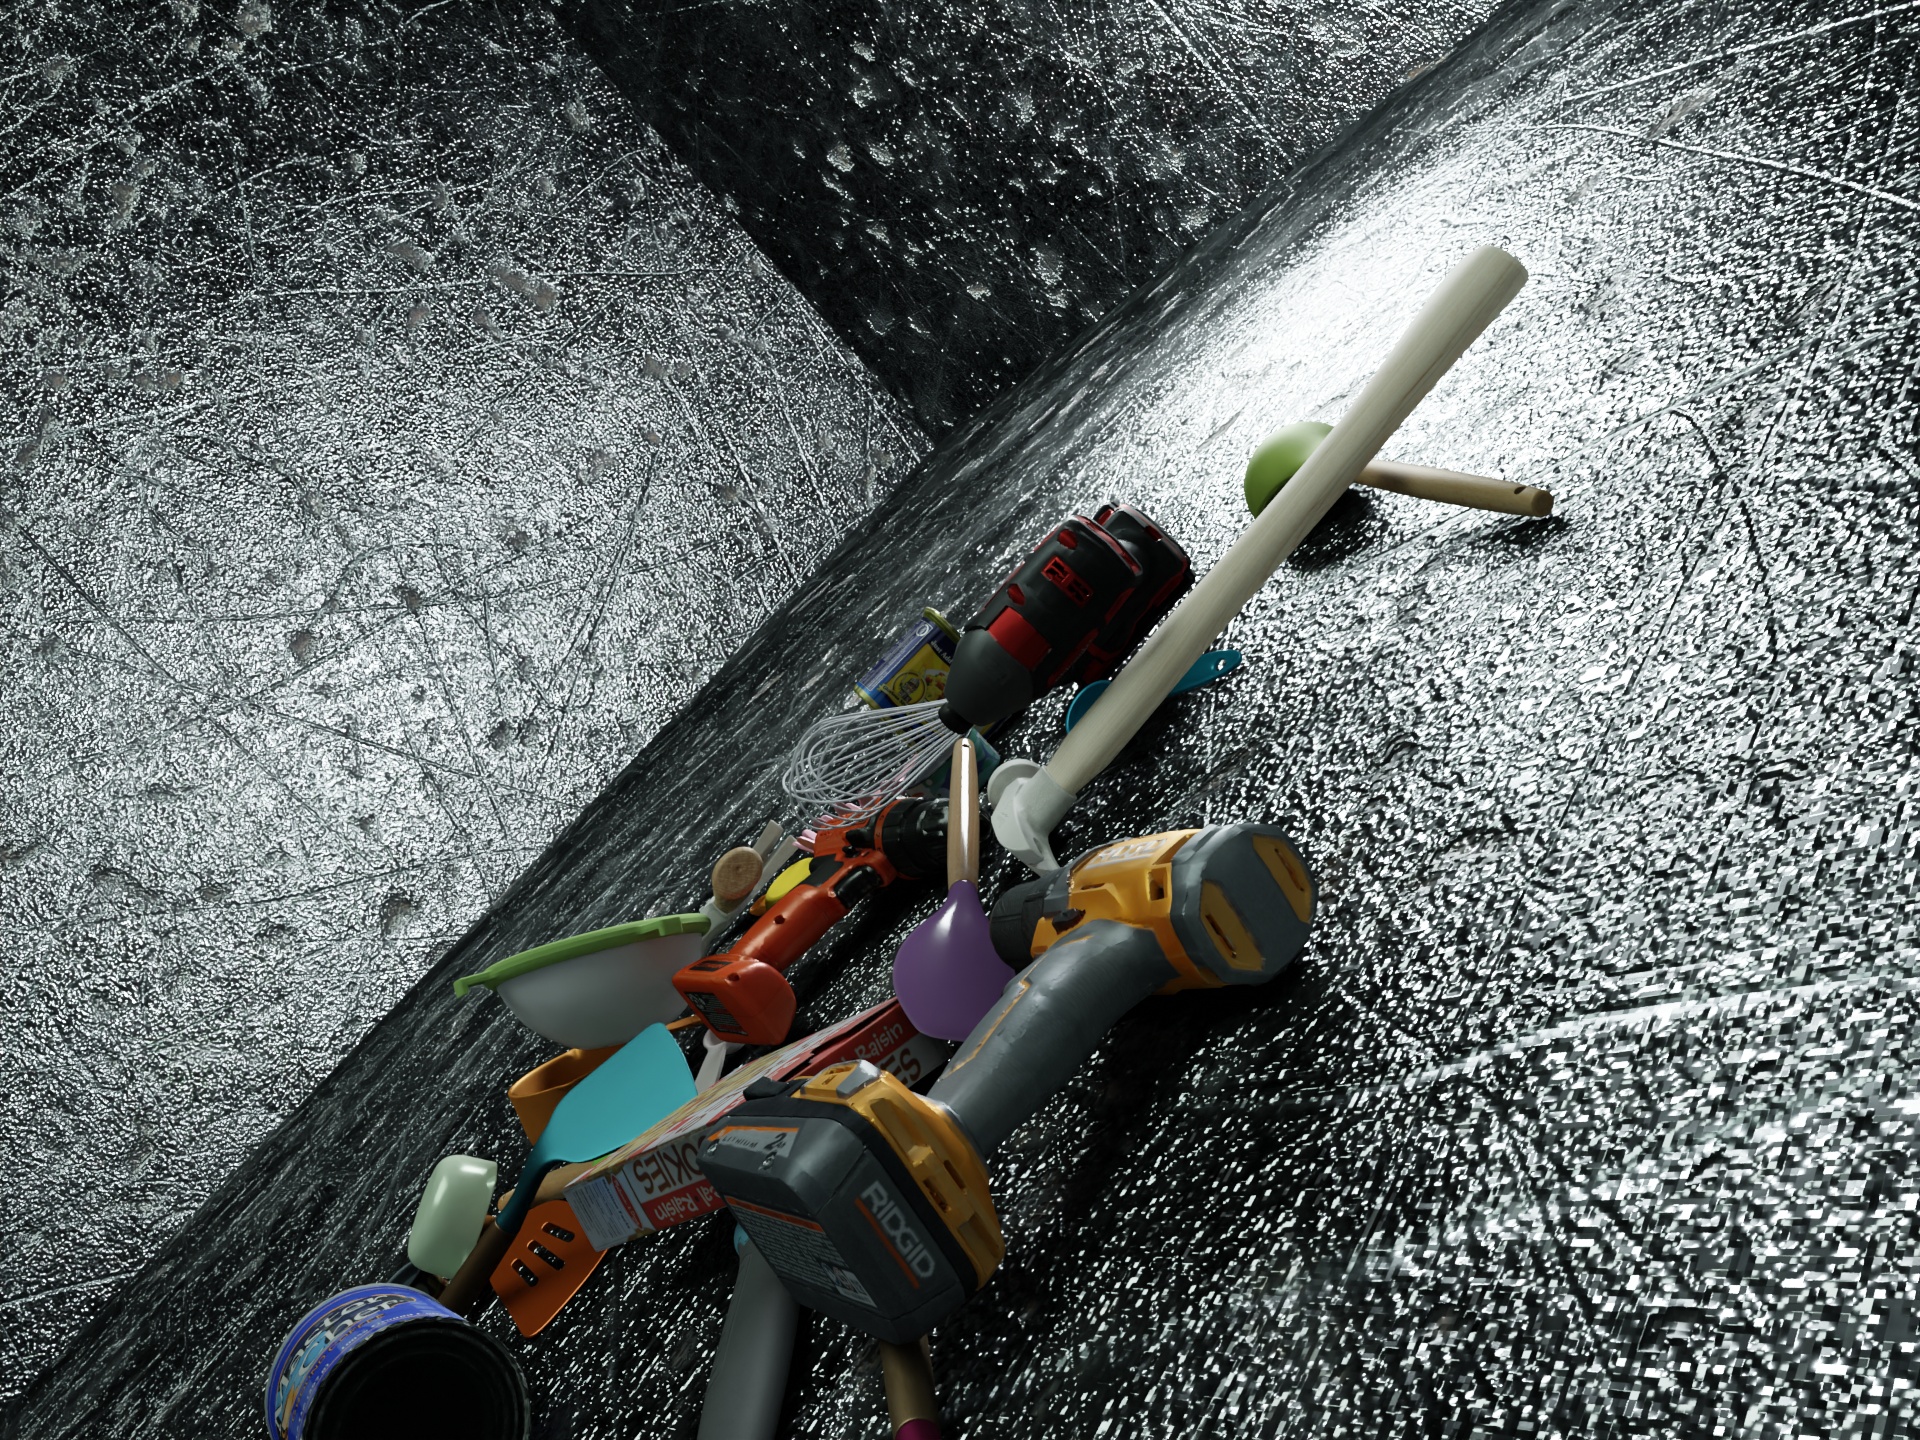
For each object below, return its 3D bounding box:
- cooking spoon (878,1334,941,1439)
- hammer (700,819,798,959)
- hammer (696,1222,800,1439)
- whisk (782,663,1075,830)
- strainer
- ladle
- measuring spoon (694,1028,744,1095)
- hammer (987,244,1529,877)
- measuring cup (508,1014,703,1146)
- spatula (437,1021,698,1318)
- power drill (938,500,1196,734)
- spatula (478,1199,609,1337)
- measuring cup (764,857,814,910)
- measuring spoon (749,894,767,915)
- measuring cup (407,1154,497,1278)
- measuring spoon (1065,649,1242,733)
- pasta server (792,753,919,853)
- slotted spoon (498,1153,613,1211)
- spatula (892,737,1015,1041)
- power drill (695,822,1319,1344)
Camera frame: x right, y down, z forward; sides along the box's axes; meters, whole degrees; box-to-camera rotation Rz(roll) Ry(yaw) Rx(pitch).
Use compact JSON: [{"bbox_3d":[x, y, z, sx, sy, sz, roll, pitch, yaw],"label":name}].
[{"bbox_3d":[-0.016,0.224,0.531,0.069,0.017,0.319,-40,13,2],"label":"cooking spoon"},{"bbox_3d":[-0.163,0.120,1.158,0.130,0.031,0.331,-50,1,-13],"label":"hammer"},{"bbox_3d":[-0.083,0.267,0.561,0.128,0.033,0.331,-41,12,12],"label":"hammer"},{"bbox_3d":[-0.002,-0.002,1.043,0.284,0.070,0.070,-26,-1,-38],"label":"whisk"},{"bbox_3d":[-0.224,0.187,1.091,0.151,0.069,0.256,-17,-12,4],"label":"strainer"},{"bbox_3d":[0.242,-0.129,0.895,0.078,0.062,0.320,-38,19,-2],"label":"ladle"},{"bbox_3d":[-0.152,0.226,0.985,0.034,0.018,0.124,-26,24,22],"label":"measuring spoon"},{"bbox_3d":[0.160,-0.085,0.857,0.410,0.038,0.146,-50,12,7],"label":"hammer"},{"bbox_3d":[-0.211,0.238,1.066,0.173,0.052,0.095,-20,6,-10],"label":"measuring cup"},{"bbox_3d":[-0.261,0.310,0.903,0.317,0.044,0.082,-55,37,8],"label":"spatula"},{"bbox_3d":[0.062,-0.062,0.965,0.143,0.078,0.219,-49,-7,20],"label":"power drill"},{"bbox_3d":[-0.290,0.336,1.024,0.081,0.041,0.322,-51,10,-27],"label":"spatula"},{"bbox_3d":[-0.080,0.092,1.159,0.156,0.029,0.062,-42,19,-2],"label":"measuring cup"},{"bbox_3d":[-0.131,0.138,1.226,0.117,0.011,0.021,-20,25,53],"label":"measuring spoon"},{"bbox_3d":[-0.330,0.345,0.996,0.083,0.038,0.168,-59,18,28],"label":"measuring cup"},{"bbox_3d":[0.117,-0.014,0.941,0.128,0.021,0.042,-21,47,39],"label":"measuring spoon"},{"bbox_3d":[-0.008,-0.003,1.245,0.316,0.040,0.060,-46,1,-20],"label":"pasta server"},{"bbox_3d":[-0.235,0.285,0.994,0.313,0.031,0.070,-33,17,50],"label":"slotted spoon"},{"bbox_3d":[-0.001,0.079,0.856,0.316,0.060,0.018,-87,5,-66],"label":"spatula"},{"bbox_3d":[0.010,0.123,0.616,0.226,0.084,0.185,-37,8,-28],"label":"power drill"}]
